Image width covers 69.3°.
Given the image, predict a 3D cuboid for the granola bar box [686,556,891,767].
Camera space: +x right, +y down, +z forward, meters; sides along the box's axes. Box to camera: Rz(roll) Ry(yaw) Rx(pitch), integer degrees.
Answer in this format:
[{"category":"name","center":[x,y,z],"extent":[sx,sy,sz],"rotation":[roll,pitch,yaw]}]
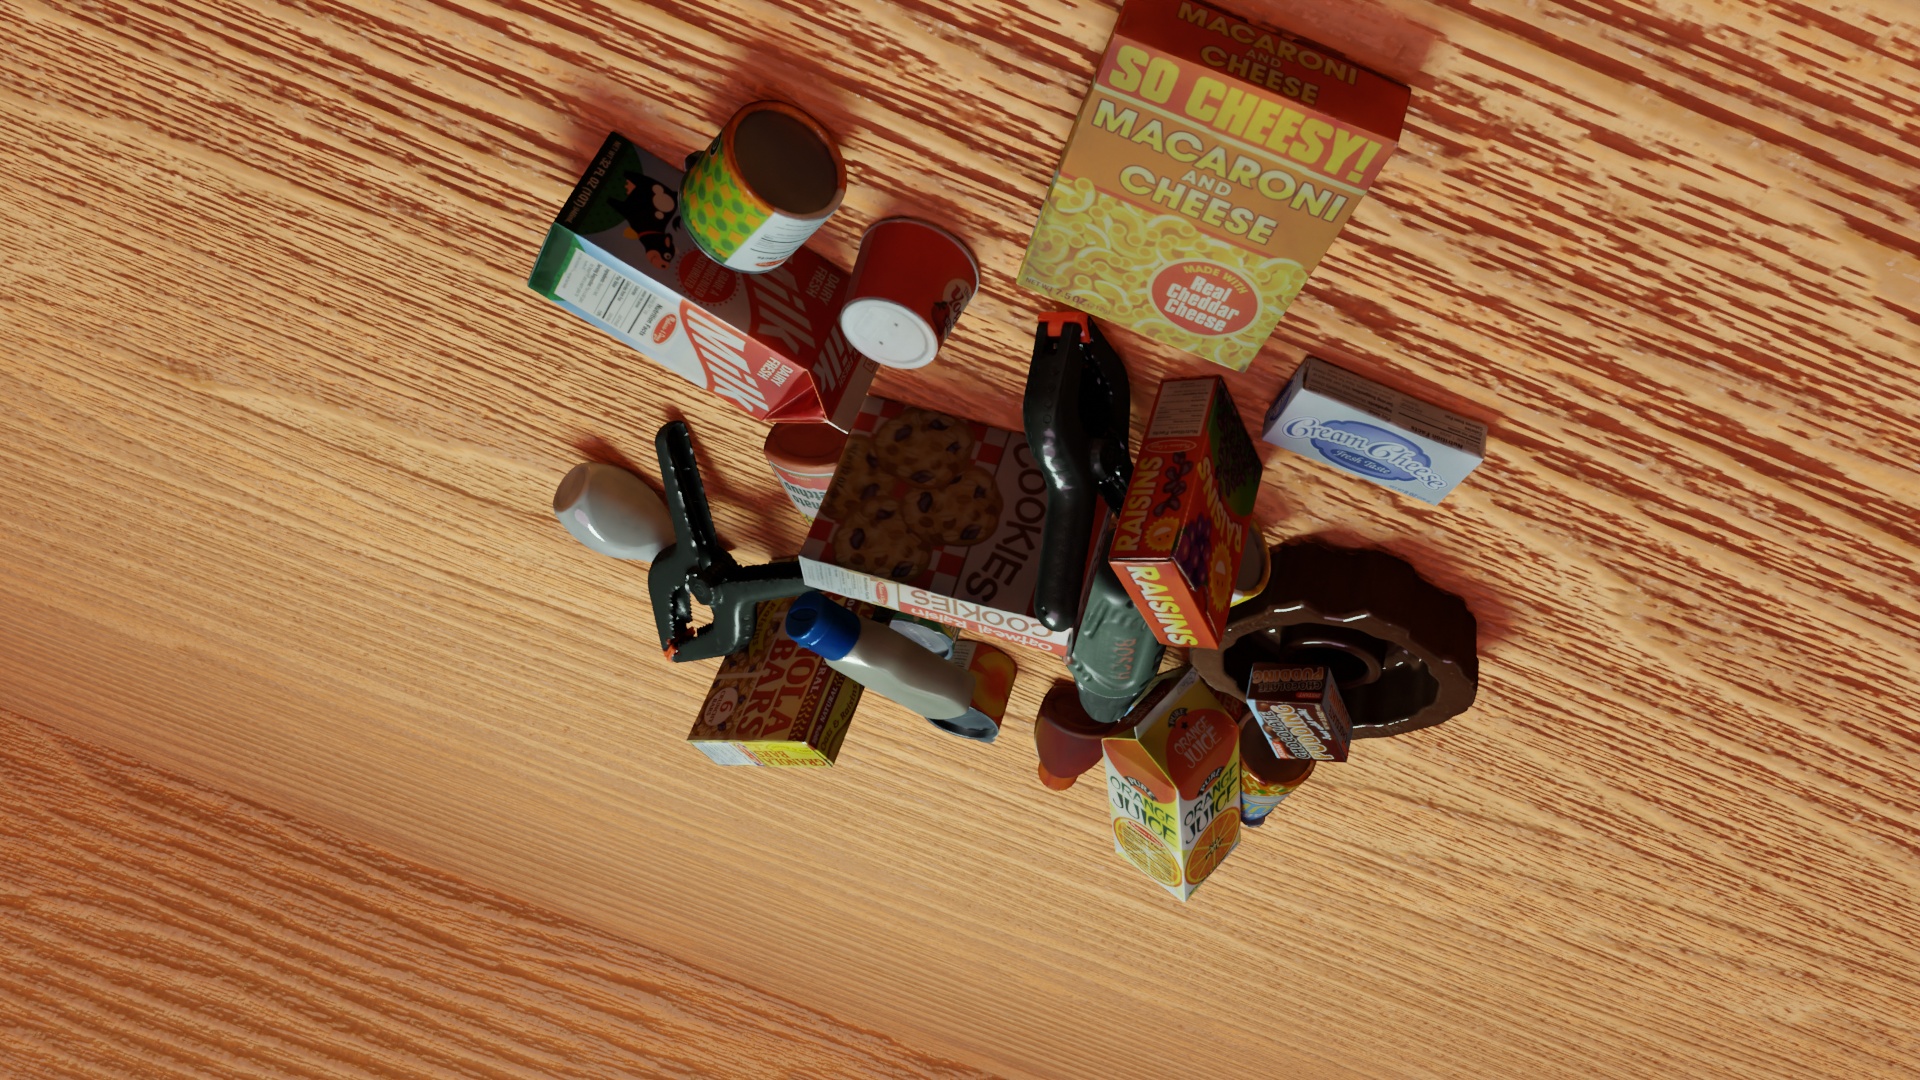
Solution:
[{"category":"granola bar box","center":[-0.120,0.086,1.034],"extent":[0.124,0.166,0.039],"rotation":[-6,140,38]}]

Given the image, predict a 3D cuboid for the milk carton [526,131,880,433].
[{"category":"milk carton","center":[-0.132,-0.133,0.771],"extent":[0.190,0.073,0.073],"rotation":[30,149,-16]}]

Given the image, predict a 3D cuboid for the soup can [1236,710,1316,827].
[{"category":"soup can","center":[0.230,0.175,1.068],"extent":[0.071,0.072,0.083],"rotation":[19,150,1]}]

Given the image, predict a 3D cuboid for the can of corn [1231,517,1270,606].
[{"category":"can of corn","center":[0.148,0.012,0.851],"extent":[0.071,0.071,0.058],"rotation":[33,142,-21]}]

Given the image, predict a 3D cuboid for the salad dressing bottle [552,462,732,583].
[{"category":"salad dressing bottle","center":[-0.239,-0.006,1.063],"extent":[0.044,0.064,0.147],"rotation":[-11,146,40]}]

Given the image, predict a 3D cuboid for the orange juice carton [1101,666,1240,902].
[{"category":"orange juice carton","center":[0.157,0.175,1.027],"extent":[0.073,0.072,0.191],"rotation":[31,148,36]}]

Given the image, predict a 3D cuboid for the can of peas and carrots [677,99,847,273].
[{"category":"can of peas and carrots","center":[-0.099,-0.176,0.687],"extent":[0.071,0.071,0.058],"rotation":[33,147,-22]}]

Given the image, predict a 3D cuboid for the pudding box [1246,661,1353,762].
[{"category":"pudding box","center":[0.219,0.111,0.896],"extent":[0.049,0.030,0.083],"rotation":[0,146,29]}]

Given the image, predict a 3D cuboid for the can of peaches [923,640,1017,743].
[{"category":"can of peaches","center":[0.009,0.123,1.127],"extent":[0.071,0.058,0.071],"rotation":[14,150,9]}]

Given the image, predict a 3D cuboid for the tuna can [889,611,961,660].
[{"category":"tuna can","center":[-0.031,0.065,1.080],"extent":[0.071,0.033,0.070],"rotation":[15,150,9]}]

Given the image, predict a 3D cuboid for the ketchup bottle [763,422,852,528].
[{"category":"ketchup bottle","center":[-0.083,-0.025,0.951],"extent":[0.065,0.044,0.148],"rotation":[12,151,21]}]

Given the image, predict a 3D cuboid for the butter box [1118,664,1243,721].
[{"category":"butter box","center":[0.165,0.127,1.074],"extent":[0.053,0.024,0.103],"rotation":[33,148,-19]}]

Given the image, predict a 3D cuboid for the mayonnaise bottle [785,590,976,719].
[{"category":"mayonnaise bottle","center":[-0.057,0.081,0.965],"extent":[0.064,0.041,0.148],"rotation":[-3,152,44]}]

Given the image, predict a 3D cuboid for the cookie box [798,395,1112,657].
[{"category":"cookie box","center":[0.003,-0.011,0.841],"extent":[0.167,0.123,0.040],"rotation":[15,150,8]}]

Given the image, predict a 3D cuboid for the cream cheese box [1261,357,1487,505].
[{"category":"cream cheese box","center":[0.218,-0.057,0.735],"extent":[0.104,0.024,0.053],"rotation":[21,149,-2]}]

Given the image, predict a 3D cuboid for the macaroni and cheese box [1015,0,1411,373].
[{"category":"macaroni and cheese box","center":[0.105,-0.156,0.623],"extent":[0.124,0.040,0.165],"rotation":[21,151,-2]}]

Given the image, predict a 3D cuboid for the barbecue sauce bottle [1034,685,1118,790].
[{"category":"barbecue sauce bottle","center":[0.091,0.172,1.175],"extent":[0.065,0.044,0.147],"rotation":[17,151,5]}]

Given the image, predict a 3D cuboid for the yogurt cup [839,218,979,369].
[{"category":"yogurt cup","center":[-0.030,-0.128,0.735],"extent":[0.072,0.054,0.072],"rotation":[15,149,9]}]

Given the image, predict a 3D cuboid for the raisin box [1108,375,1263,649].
[{"category":"raisin box","center":[0.126,-0.015,0.759],"extent":[0.040,0.124,0.086],"rotation":[0,145,31]}]
